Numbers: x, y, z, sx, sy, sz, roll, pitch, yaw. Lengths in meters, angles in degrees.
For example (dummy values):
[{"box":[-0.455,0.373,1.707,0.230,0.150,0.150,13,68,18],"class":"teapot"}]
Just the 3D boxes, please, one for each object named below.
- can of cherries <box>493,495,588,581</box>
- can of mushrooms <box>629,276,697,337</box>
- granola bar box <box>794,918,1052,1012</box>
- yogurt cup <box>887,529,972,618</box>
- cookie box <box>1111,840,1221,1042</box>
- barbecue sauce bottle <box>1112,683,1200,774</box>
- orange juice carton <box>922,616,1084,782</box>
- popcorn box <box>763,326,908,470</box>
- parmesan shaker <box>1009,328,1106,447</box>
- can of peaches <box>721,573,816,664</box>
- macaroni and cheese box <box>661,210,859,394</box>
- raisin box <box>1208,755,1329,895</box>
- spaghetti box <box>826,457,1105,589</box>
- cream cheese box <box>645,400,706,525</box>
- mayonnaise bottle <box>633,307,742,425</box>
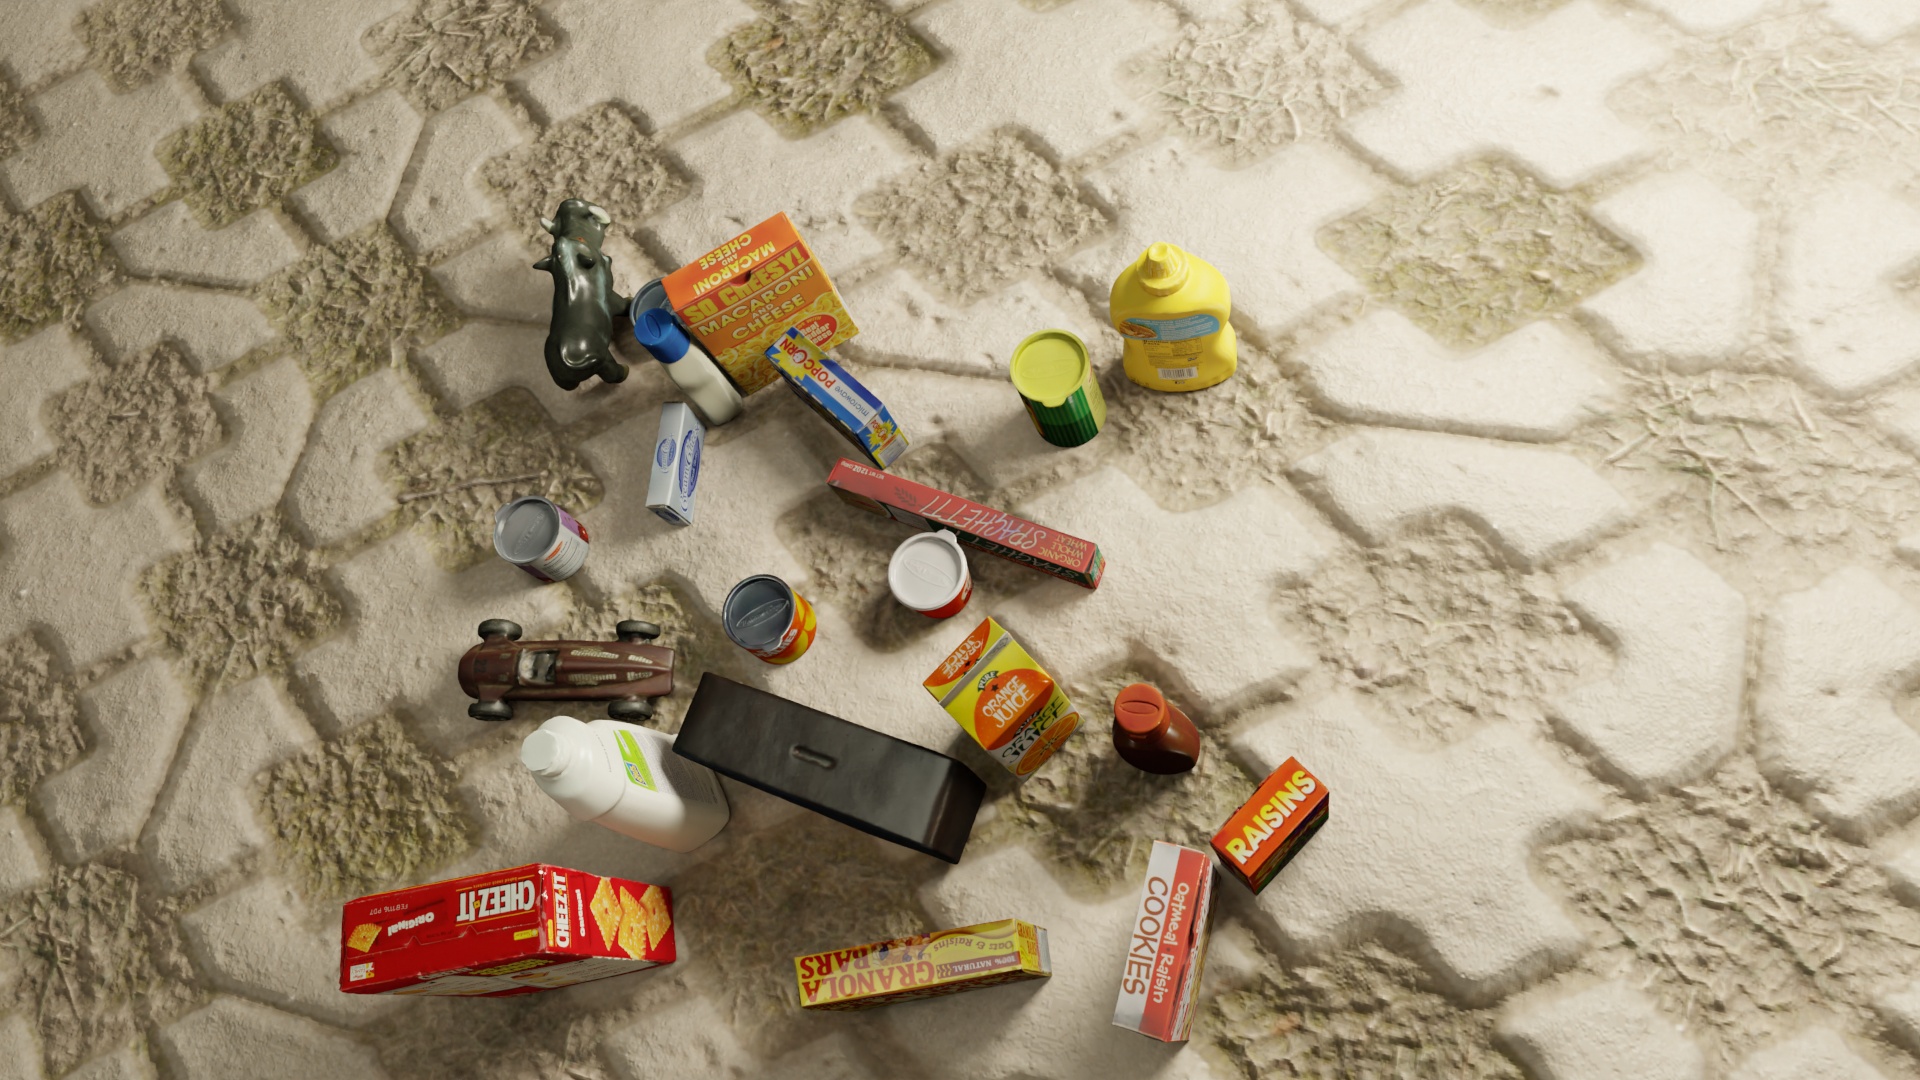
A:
[{"box":[-0.386,-0.003,1.277,0.071,0.058,0.072,-5,70,13],"class":"can of cherries"},{"box":[-0.281,-0.218,1.343,0.071,0.033,0.071,-5,70,13],"class":"can of mushrooms"},{"box":[-0.024,0.318,1.032,0.165,0.124,0.039,-13,68,10],"class":"granola bar box"},{"box":[-0.022,0.033,1.174,0.072,0.054,0.072,-5,70,13],"class":"yogurt cup"},{"box":[0.150,0.285,0.977,0.040,0.167,0.123,10,74,18],"class":"cookie box"},{"box":[0.143,0.142,1.041,0.065,0.148,0.044,4,72,16],"class":"barbecue sauce bottle"},{"box":[0.031,0.119,1.054,0.072,0.192,0.073,-45,67,-4],"class":"orange juice carton"},{"box":[-0.109,-0.126,1.238,0.127,0.085,0.038,42,85,23],"class":"popcorn box"},{"box":[0.084,-0.125,1.178,0.071,0.103,0.071,-5,70,13],"class":"parmesan shaker"},{"box":[-0.163,0.071,1.194,0.071,0.058,0.071,-5,70,13],"class":"can of peaches"},{"box":[-0.174,-0.207,1.239,0.124,0.166,0.040,-29,66,3],"class":"macaroni and cheese box"},{"box":[0.226,0.209,1.009,0.086,0.123,0.040,-45,67,-4],"class":"raisin box"},{"box":[0.004,-0.015,1.187,0.250,0.050,0.029,19,77,20],"class":"spaghetti box"},{"box":[-0.259,-0.070,1.273,0.024,0.053,0.104,0,71,15],"class":"cream cheese box"},{"box":[-0.245,-0.159,1.250,0.041,0.147,0.065,-31,66,2],"class":"mayonnaise bottle"}]
